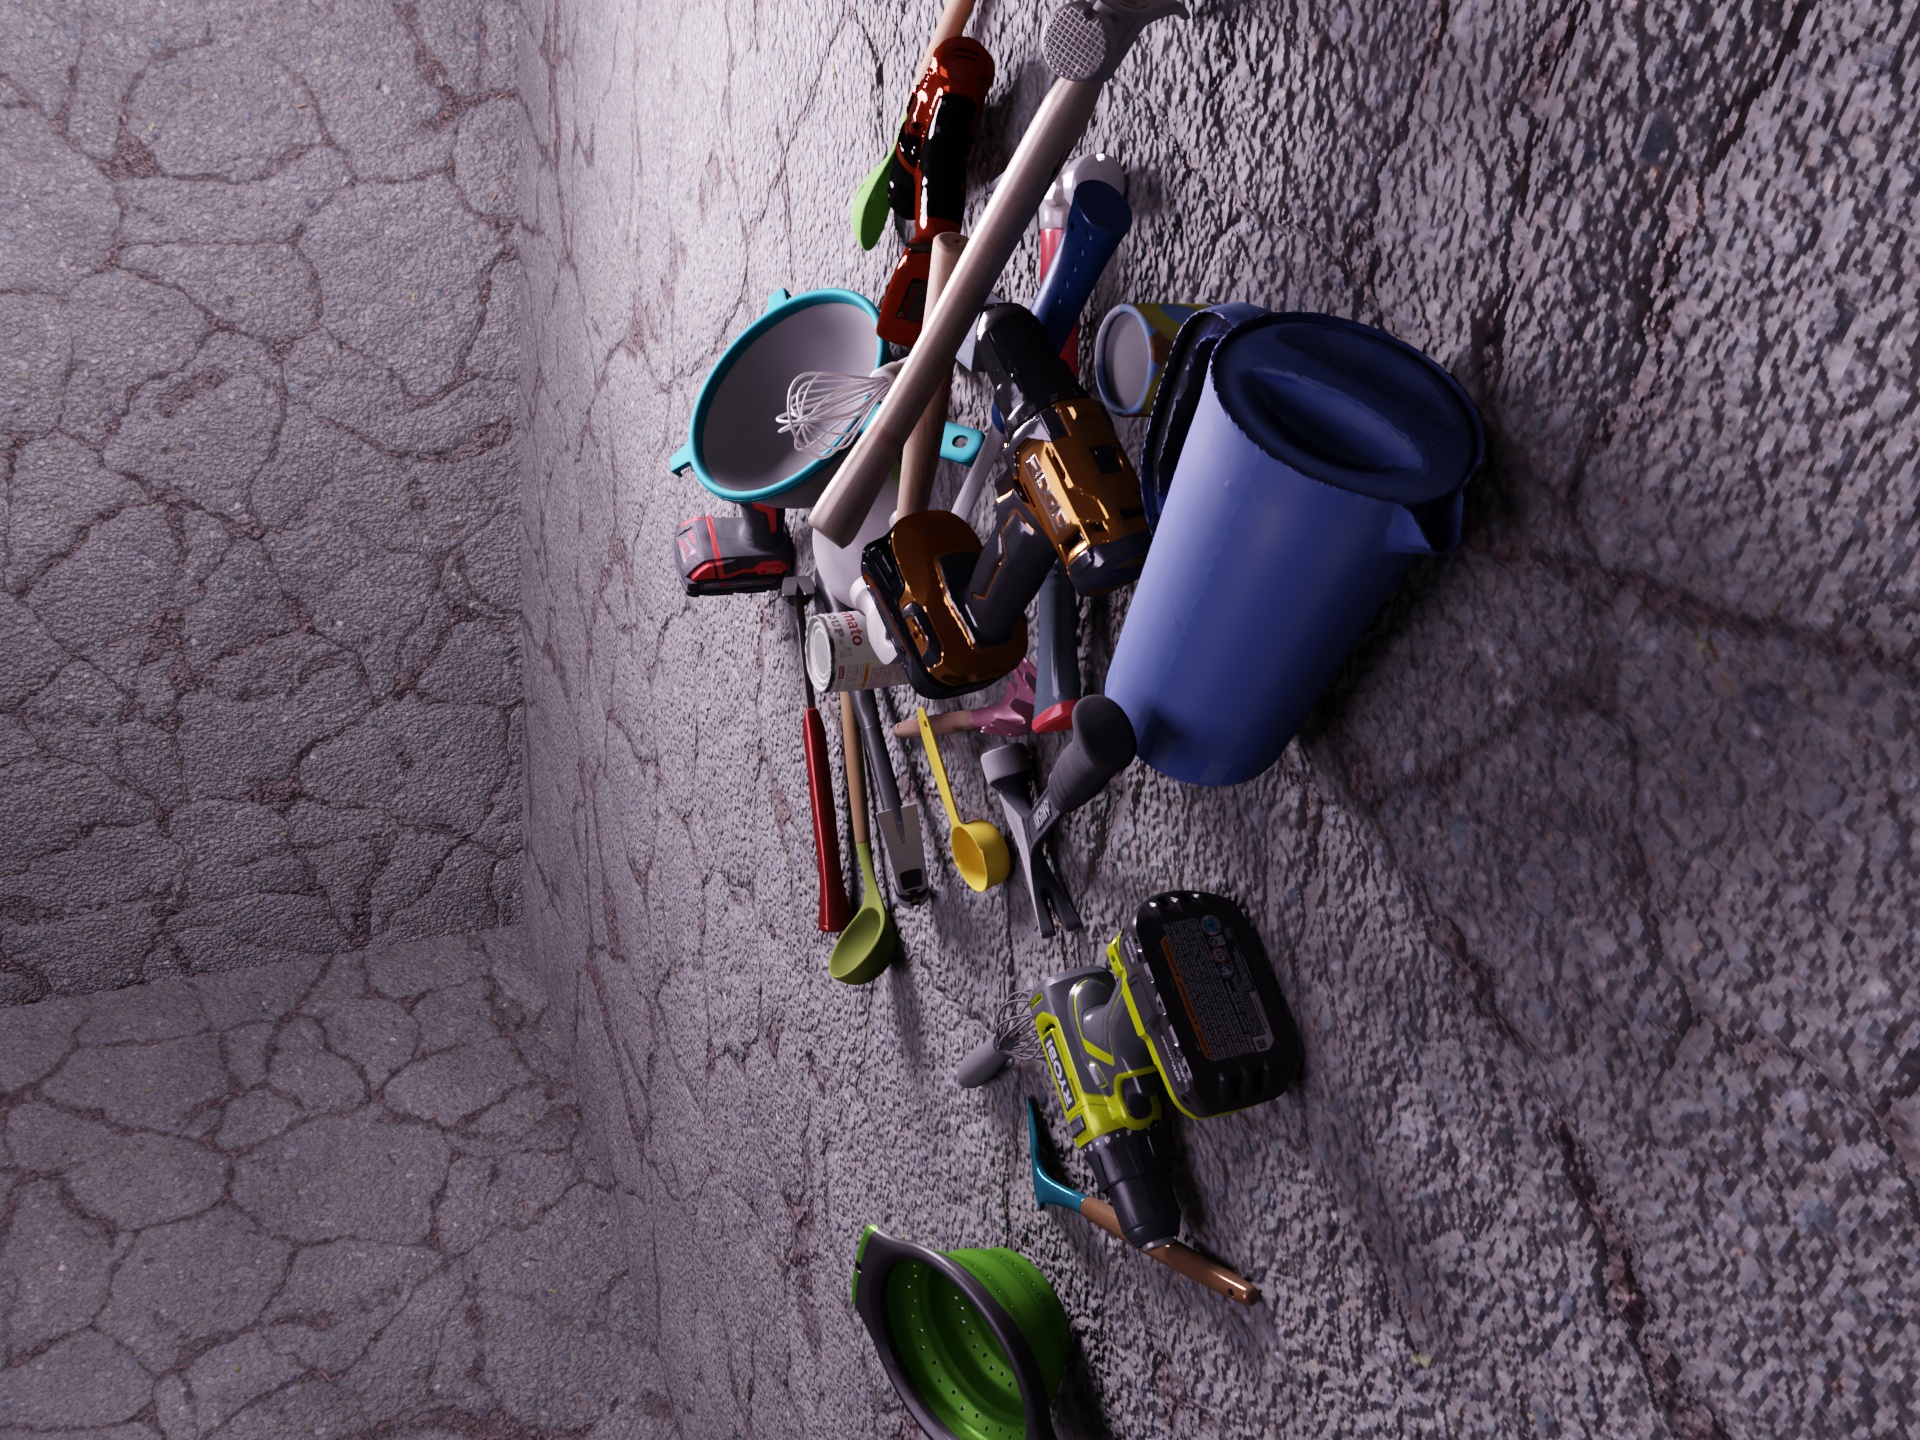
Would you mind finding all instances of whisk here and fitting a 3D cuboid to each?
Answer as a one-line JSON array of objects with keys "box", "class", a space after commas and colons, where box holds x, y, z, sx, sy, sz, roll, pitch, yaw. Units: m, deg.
[{"box": [0.035, 0.262, 1.271, 0.239, 0.055, 0.055, 122, 135, -61], "class": "whisk"}, {"box": [-0.061, -0.244, 1.160, 0.058, 0.246, 0.059, -7, 110, 29], "class": "whisk"}]

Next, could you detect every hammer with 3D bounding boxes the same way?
[{"box": [0.006, -0.265, 0.988, 0.038, 0.146, 0.410, 38, 130, 3], "class": "hammer"}, {"box": [0.060, -0.183, 1.101, 0.143, 0.038, 0.386, -150, 57, -62], "class": "hammer"}, {"box": [-0.142, 0.036, 1.577, 0.149, 0.036, 0.359, -128, 32, -80], "class": "hammer"}, {"box": [-0.084, -0.005, 1.440, 0.146, 0.035, 0.335, 86, 169, -61], "class": "hammer"}, {"box": [-0.029, -0.182, 1.134, 0.130, 0.031, 0.331, -119, 31, -46], "class": "hammer"}, {"box": [0.064, 0.053, 1.015, 0.409, 0.036, 0.149, 107, 147, -78], "class": "hammer"}, {"box": [0.029, -0.192, 1.079, 0.405, 0.035, 0.144, 120, 139, -56], "class": "hammer"}]

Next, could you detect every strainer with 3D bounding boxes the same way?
[{"box": [-0.082, -0.241, 1.334, 0.341, 0.095, 0.211, 24, 81, 40], "class": "strainer"}, {"box": [-0.111, -0.197, 1.435, 0.257, 0.069, 0.151, 62, 149, 35], "class": "strainer"}]

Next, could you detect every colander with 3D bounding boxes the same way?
[{"box": [0.075, 0.534, 1.228, 0.397, 0.094, 0.204, 38, 132, 34], "class": "colander"}]

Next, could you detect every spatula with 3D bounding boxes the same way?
[{"box": [0.116, 0.354, 1.146, 0.318, 0.044, 0.082, 7, 102, 60], "class": "spatula"}]

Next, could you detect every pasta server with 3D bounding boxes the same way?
[{"box": [-0.002, -0.004, 1.288, 0.060, 0.040, 0.316, -62, 18, -14], "class": "pasta server"}]

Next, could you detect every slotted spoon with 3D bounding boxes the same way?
[{"box": [-0.027, -0.484, 1.210, 0.313, 0.031, 0.070, -53, 7, 51], "class": "slotted spoon"}]

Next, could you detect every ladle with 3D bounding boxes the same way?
[{"box": [-0.106, 0.092, 1.525, 0.078, 0.062, 0.320, -12, 83, 58], "class": "ladle"}]

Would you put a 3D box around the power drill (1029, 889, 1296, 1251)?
[{"box": [0.125, 0.226, 1.026, 0.228, 0.080, 0.191, 118, 139, -56], "class": "power drill"}]

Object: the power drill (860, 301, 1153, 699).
[{"box": [0.021, -0.133, 1.004, 0.226, 0.084, 0.185, -40, 70, 52], "class": "power drill"}]

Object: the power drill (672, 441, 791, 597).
[{"box": [-0.224, -0.218, 1.596, 0.219, 0.143, 0.079, 118, 141, -55], "class": "power drill"}]

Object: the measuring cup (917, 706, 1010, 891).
[{"box": [0.002, 0.060, 1.279, 0.062, 0.029, 0.156, -27, 80, 66], "class": "measuring cup"}]
